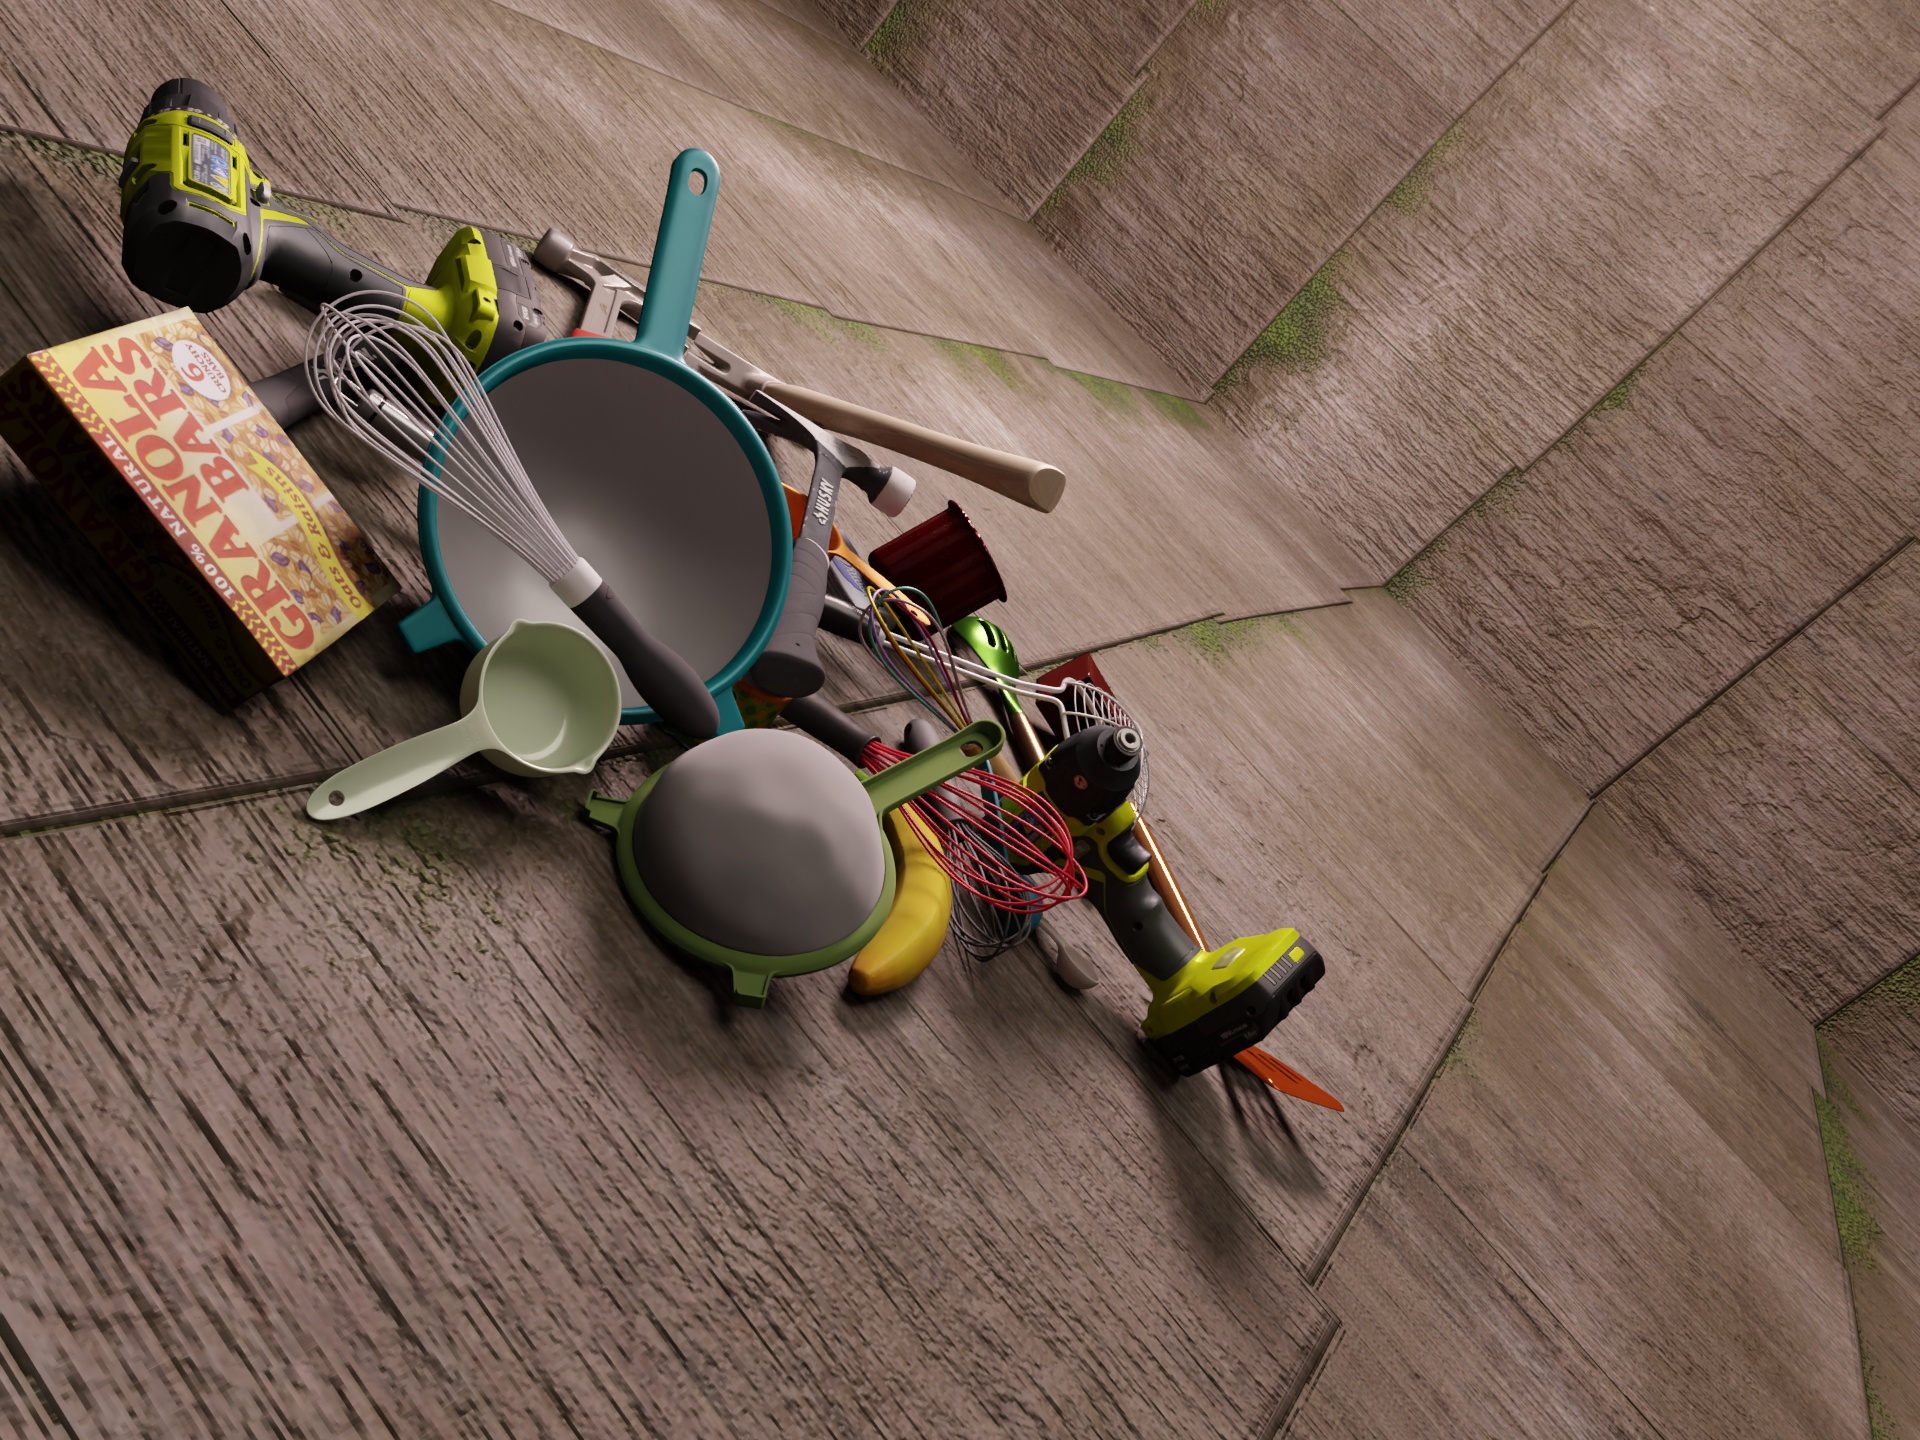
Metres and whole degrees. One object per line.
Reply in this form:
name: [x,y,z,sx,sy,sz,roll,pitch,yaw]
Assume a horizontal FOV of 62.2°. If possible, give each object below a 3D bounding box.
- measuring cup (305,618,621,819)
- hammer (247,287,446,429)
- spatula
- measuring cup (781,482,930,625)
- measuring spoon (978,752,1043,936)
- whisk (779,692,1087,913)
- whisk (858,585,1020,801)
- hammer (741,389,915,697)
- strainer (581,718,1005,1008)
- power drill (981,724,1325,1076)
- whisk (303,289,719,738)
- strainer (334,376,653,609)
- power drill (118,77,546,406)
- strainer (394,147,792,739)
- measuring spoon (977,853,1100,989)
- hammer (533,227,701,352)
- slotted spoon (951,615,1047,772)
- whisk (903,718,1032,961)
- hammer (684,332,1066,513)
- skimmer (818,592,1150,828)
measuring cup: [-0.241,0.009,0.764,0.167,0.038,0.083,-31,101,-39]
hammer: [-0.384,-0.184,0.891,0.146,0.035,0.335,40,24,-10]
spatula: [0.186,0.168,1.195,0.081,0.041,0.323,25,28,-35]
measuring cup: [-0.104,-0.109,1.181,0.173,0.052,0.095,38,23,-7]
measuring spoon: [0.034,0.081,1.054,0.021,0.042,0.129,-3,68,-22]
whisk: [-0.042,0.030,0.982,0.296,0.073,0.073,33,18,25]
whisk: [-0.002,-0.005,1.096,0.047,0.051,0.244,27,-22,49]
hammer: [-0.105,-0.124,1.093,0.149,0.036,0.409,31,24,-15]
strainer: [-0.062,0.036,0.860,0.256,0.069,0.152,-26,62,-37]
power drill: [0.124,0.112,1.042,0.080,0.171,0.223,-36,83,-35]
whisk: [-0.214,-0.093,0.795,0.284,0.070,0.070,51,19,-24]
strainer: [-0.256,-0.121,0.941,0.258,0.050,0.087,36,48,-28]
power drill: [-0.371,-0.281,0.936,0.228,0.080,0.191,20,33,-39]
strainer: [-0.197,-0.160,0.905,0.210,0.095,0.340,18,74,-31]
measuring spoon: [0.046,0.136,1.066,0.124,0.018,0.034,46,9,23]
hammer: [-0.276,-0.271,1.210,0.149,0.036,0.359,32,25,-24]
slotted spoon: [0.055,0.017,1.263,0.070,0.031,0.314,27,29,-40]
whisk: [-0.003,0.070,1.054,0.055,0.055,0.239,27,23,-32]
hammer: [-0.068,-0.231,1.249,0.146,0.038,0.411,24,3,-42]
skimmer: [-0.015,-0.019,1.174,0.363,0.090,0.127,21,37,-13]
